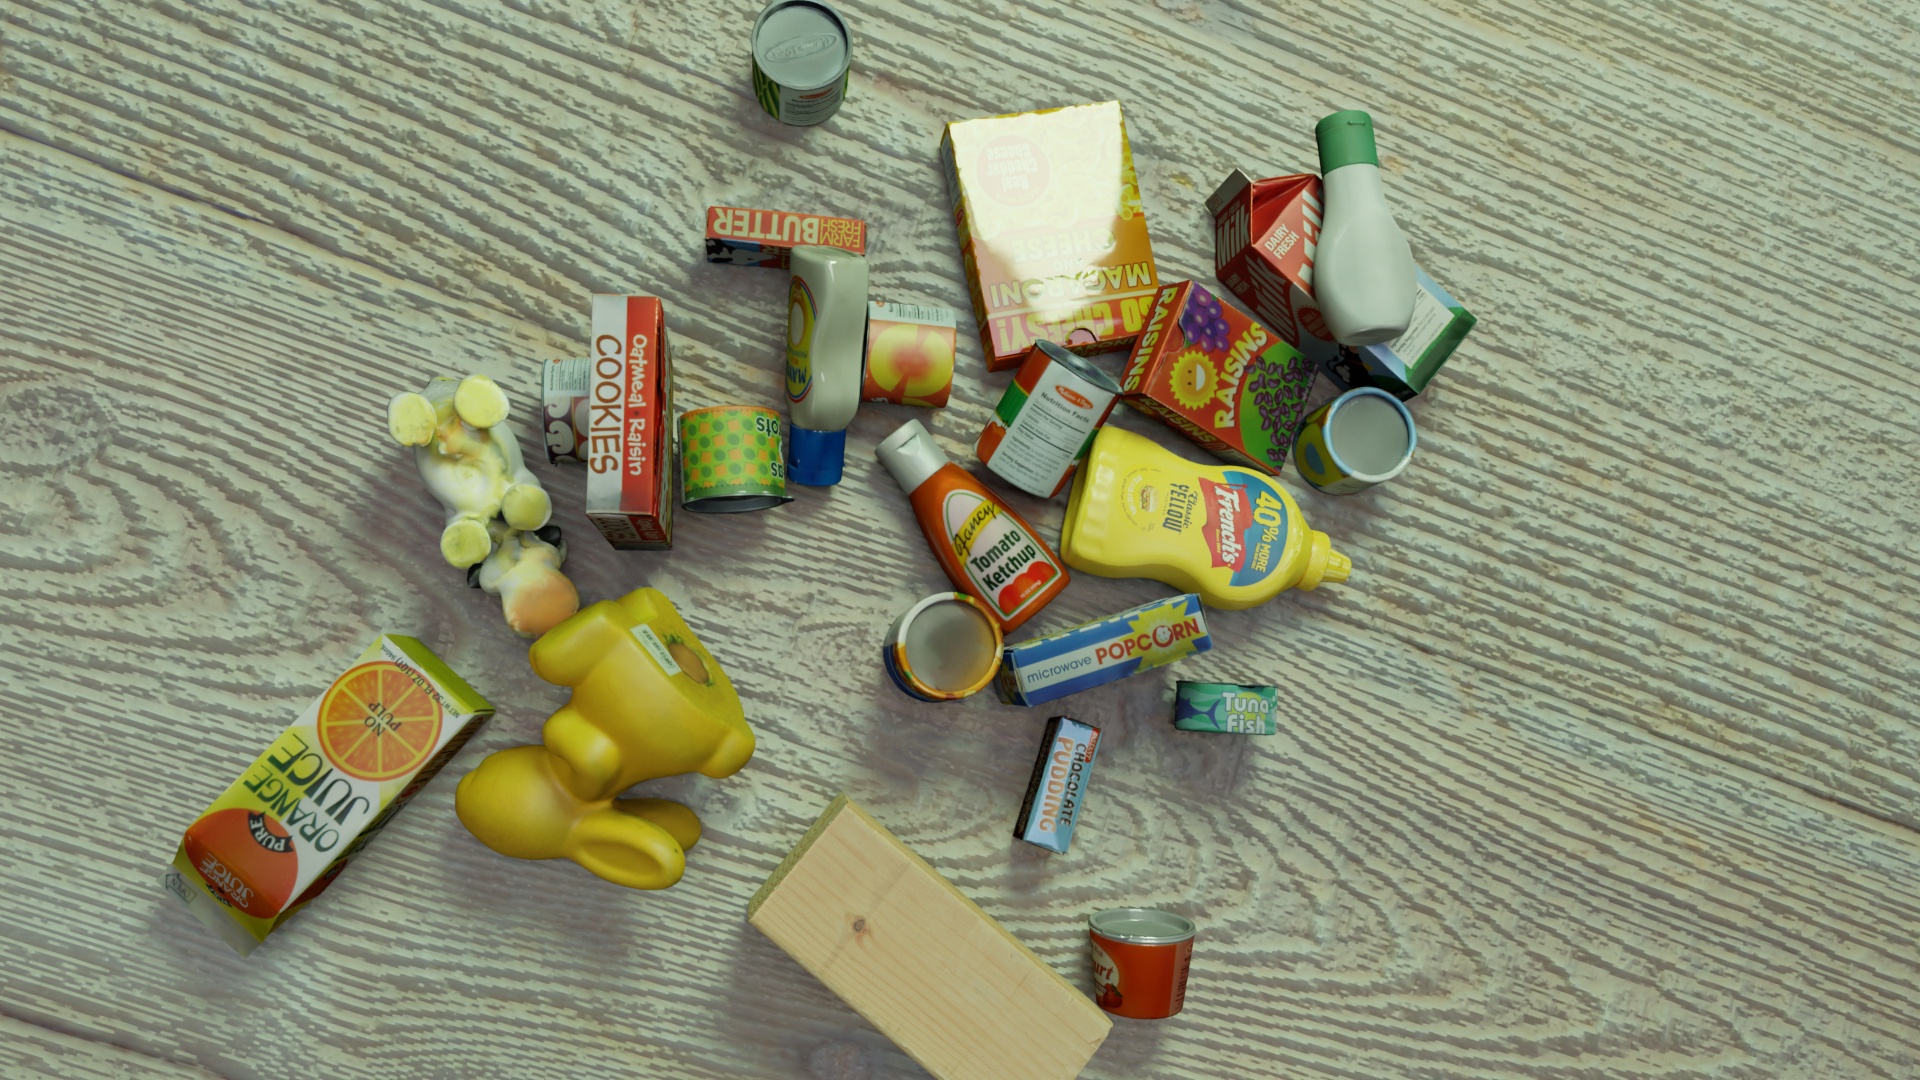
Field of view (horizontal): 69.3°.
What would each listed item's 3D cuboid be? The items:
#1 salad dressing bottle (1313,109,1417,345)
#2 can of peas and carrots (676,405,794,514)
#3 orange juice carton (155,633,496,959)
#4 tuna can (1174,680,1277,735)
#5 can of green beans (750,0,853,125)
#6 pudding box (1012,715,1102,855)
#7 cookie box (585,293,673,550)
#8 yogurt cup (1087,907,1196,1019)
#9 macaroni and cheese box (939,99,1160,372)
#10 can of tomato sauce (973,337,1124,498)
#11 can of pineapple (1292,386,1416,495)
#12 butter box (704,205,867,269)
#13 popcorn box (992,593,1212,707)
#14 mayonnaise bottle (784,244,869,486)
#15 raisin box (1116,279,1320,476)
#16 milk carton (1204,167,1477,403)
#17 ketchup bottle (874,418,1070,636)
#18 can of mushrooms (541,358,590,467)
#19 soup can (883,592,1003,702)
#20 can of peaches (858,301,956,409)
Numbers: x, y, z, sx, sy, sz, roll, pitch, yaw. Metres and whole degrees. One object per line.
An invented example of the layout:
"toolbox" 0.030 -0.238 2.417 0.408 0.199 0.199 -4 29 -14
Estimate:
"salad dressing bottle" 0.257 -0.202 0.898 0.064 0.044 0.148 -3 81 -10
"can of peas and carrots" -0.143 -0.051 0.880 0.071 0.071 0.059 -4 83 -9
"orange juice carton" -0.373 0.149 0.815 0.072 0.073 0.193 43 79 -1
"tuna can" 0.174 0.109 0.902 0.071 0.071 0.033 4 83 -8
"can of green beans" -0.106 -0.319 0.927 0.071 0.057 0.071 1 82 -8
"pudding box" 0.062 0.156 0.890 0.030 0.049 0.084 19 80 -4
"cookie box" -0.192 -0.063 0.823 0.040 0.167 0.123 0 83 -9
"yogurt cup" 0.114 0.267 0.876 0.072 0.072 0.054 2 90 -8
"macaroni and cheese box" 0.063 -0.207 0.945 0.124 0.040 0.166 -11 84 -9
"can of tomato sauce" 0.056 -0.079 0.901 0.071 0.071 0.083 30 107 -3
"can of pineapple" 0.268 -0.069 0.947 0.071 0.057 0.071 1 82 -8
"butter box" -0.114 -0.196 0.912 0.103 0.053 0.024 4 84 -8
"popcorn box" 0.087 0.071 0.887 0.127 0.085 0.038 -16 86 -11
"mayonnaise bottle" -0.088 -0.109 0.880 0.041 0.065 0.147 -5 111 -30
"raisin box" 0.173 -0.106 0.926 0.123 0.040 0.086 27 80 -26
"milk carton" 0.248 -0.180 0.953 0.190 0.072 0.073 42 78 -2
"ketchup bottle" 0.003 -0.011 0.908 0.065 0.043 0.149 -39 89 -13
"can of mushrooms" -0.242 -0.079 0.872 0.033 0.071 0.071 -3 83 -9
"soup can" -0.010 0.070 0.874 0.071 0.083 0.071 1 83 -9
"can of peaches" -0.036 -0.119 0.907 0.058 0.071 0.071 4 82 -8
